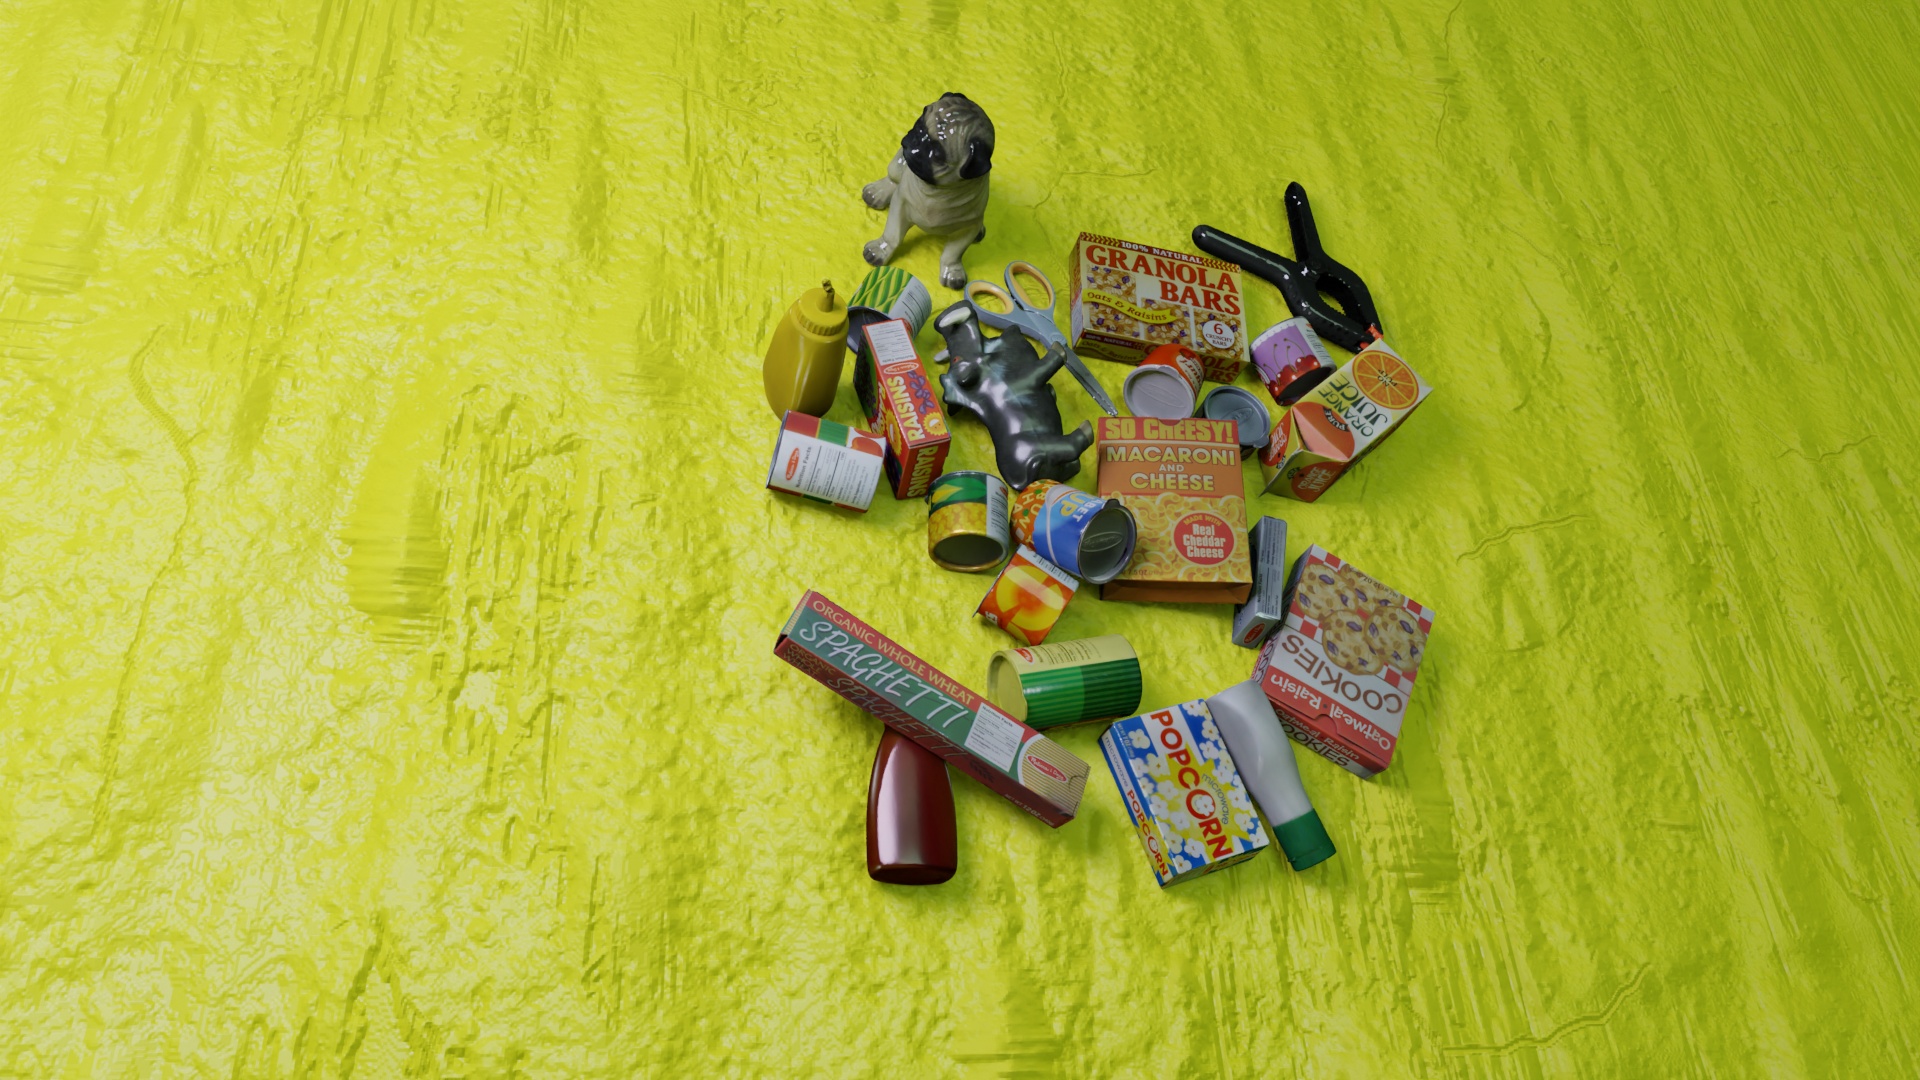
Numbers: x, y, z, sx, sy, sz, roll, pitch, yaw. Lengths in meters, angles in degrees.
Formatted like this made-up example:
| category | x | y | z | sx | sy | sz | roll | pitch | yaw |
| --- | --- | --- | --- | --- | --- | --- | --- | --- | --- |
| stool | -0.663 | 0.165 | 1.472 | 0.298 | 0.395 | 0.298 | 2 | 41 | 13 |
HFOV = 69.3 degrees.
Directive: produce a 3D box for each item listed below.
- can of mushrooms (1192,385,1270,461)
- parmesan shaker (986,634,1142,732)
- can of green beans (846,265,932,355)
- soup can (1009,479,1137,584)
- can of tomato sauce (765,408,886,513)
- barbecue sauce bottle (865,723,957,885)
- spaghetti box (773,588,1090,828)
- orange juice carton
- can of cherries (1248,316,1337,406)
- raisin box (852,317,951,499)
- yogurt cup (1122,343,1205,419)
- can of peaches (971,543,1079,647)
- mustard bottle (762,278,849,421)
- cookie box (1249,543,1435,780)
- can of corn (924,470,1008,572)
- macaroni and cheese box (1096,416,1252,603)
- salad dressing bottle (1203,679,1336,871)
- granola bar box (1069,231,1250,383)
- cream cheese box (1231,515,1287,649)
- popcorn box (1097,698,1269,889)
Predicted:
| category | x | y | z | sx | sy | sz | roll | pitch | yaw |
| --- | --- | --- | --- | --- | --- | --- | --- | --- | --- |
| can of mushrooms | 0.249 | -0.105 | 1.276 | 0.071 | 0.033 | 0.071 | 9 | 57 | -14 |
| parmesan shaker | 0.081 | 0.112 | 1.068 | 0.103 | 0.071 | 0.071 | -6 | 62 | -22 |
| can of green beans | -0.065 | -0.196 | 1.208 | 0.071 | 0.071 | 0.058 | 28 | 55 | -1 |
| soup can | 0.091 | -0.011 | 1.124 | 0.071 | 0.071 | 0.084 | -29 | 34 | -30 |
| can of tomato sauce | -0.108 | -0.064 | 1.115 | 0.083 | 0.070 | 0.071 | 15 | 57 | -10 |
| barbecue sauce bottle | -0.037 | 0.172 | 1.009 | 0.065 | 0.043 | 0.149 | 8 | 57 | -18 |
| spaghetti box | -0.019 | 0.122 | 1.002 | 0.250 | 0.028 | 0.050 | 33 | 47 | -8 |
| orange juice carton | 0.345 | -0.103 | 1.283 | 0.193 | 0.071 | 0.073 | -35 | 75 | -32 |
| can of cherries | 0.312 | -0.168 | 1.318 | 0.072 | 0.071 | 0.058 | -17 | 68 | -26 |
| raisin box | -0.049 | -0.108 | 1.147 | 0.040 | 0.085 | 0.124 | -12 | 64 | -18 |
| yogurt cup | 0.188 | -0.143 | 1.261 | 0.072 | 0.072 | 0.054 | 33 | 48 | 3 |
| can of peaches | 0.052 | 0.047 | 1.102 | 0.058 | 0.071 | 0.071 | 33 | 56 | 3 |
| mustard bottle | -0.119 | -0.155 | 1.109 | 0.049 | 0.159 | 0.065 | -19 | 69 | -28 |
| cookie box | 0.320 | 0.100 | 1.171 | 0.123 | 0.040 | 0.168 | 30 | 56 | 1 |
| can of corn | 0.004 | -0.014 | 1.123 | 0.071 | 0.070 | 0.058 | 8 | 59 | -14 |
| macaroni and cheese box | 0.180 | -0.029 | 1.185 | 0.124 | 0.040 | 0.167 | 1 | 59 | 1 |
| salad dressing bottle | 0.243 | 0.183 | 1.086 | 0.044 | 0.064 | 0.148 | -20 | 76 | -22 |
| granola bar box | 0.187 | -0.222 | 1.322 | 0.166 | 0.038 | 0.125 | 9 | 57 | -13 |
| cream cheese box | 0.255 | 0.035 | 1.181 | 0.024 | 0.053 | 0.104 | 17 | 56 | -6 |
| popcorn box | 0.170 | 0.192 | 1.067 | 0.085 | 0.038 | 0.127 | -11 | 64 | -24 |
